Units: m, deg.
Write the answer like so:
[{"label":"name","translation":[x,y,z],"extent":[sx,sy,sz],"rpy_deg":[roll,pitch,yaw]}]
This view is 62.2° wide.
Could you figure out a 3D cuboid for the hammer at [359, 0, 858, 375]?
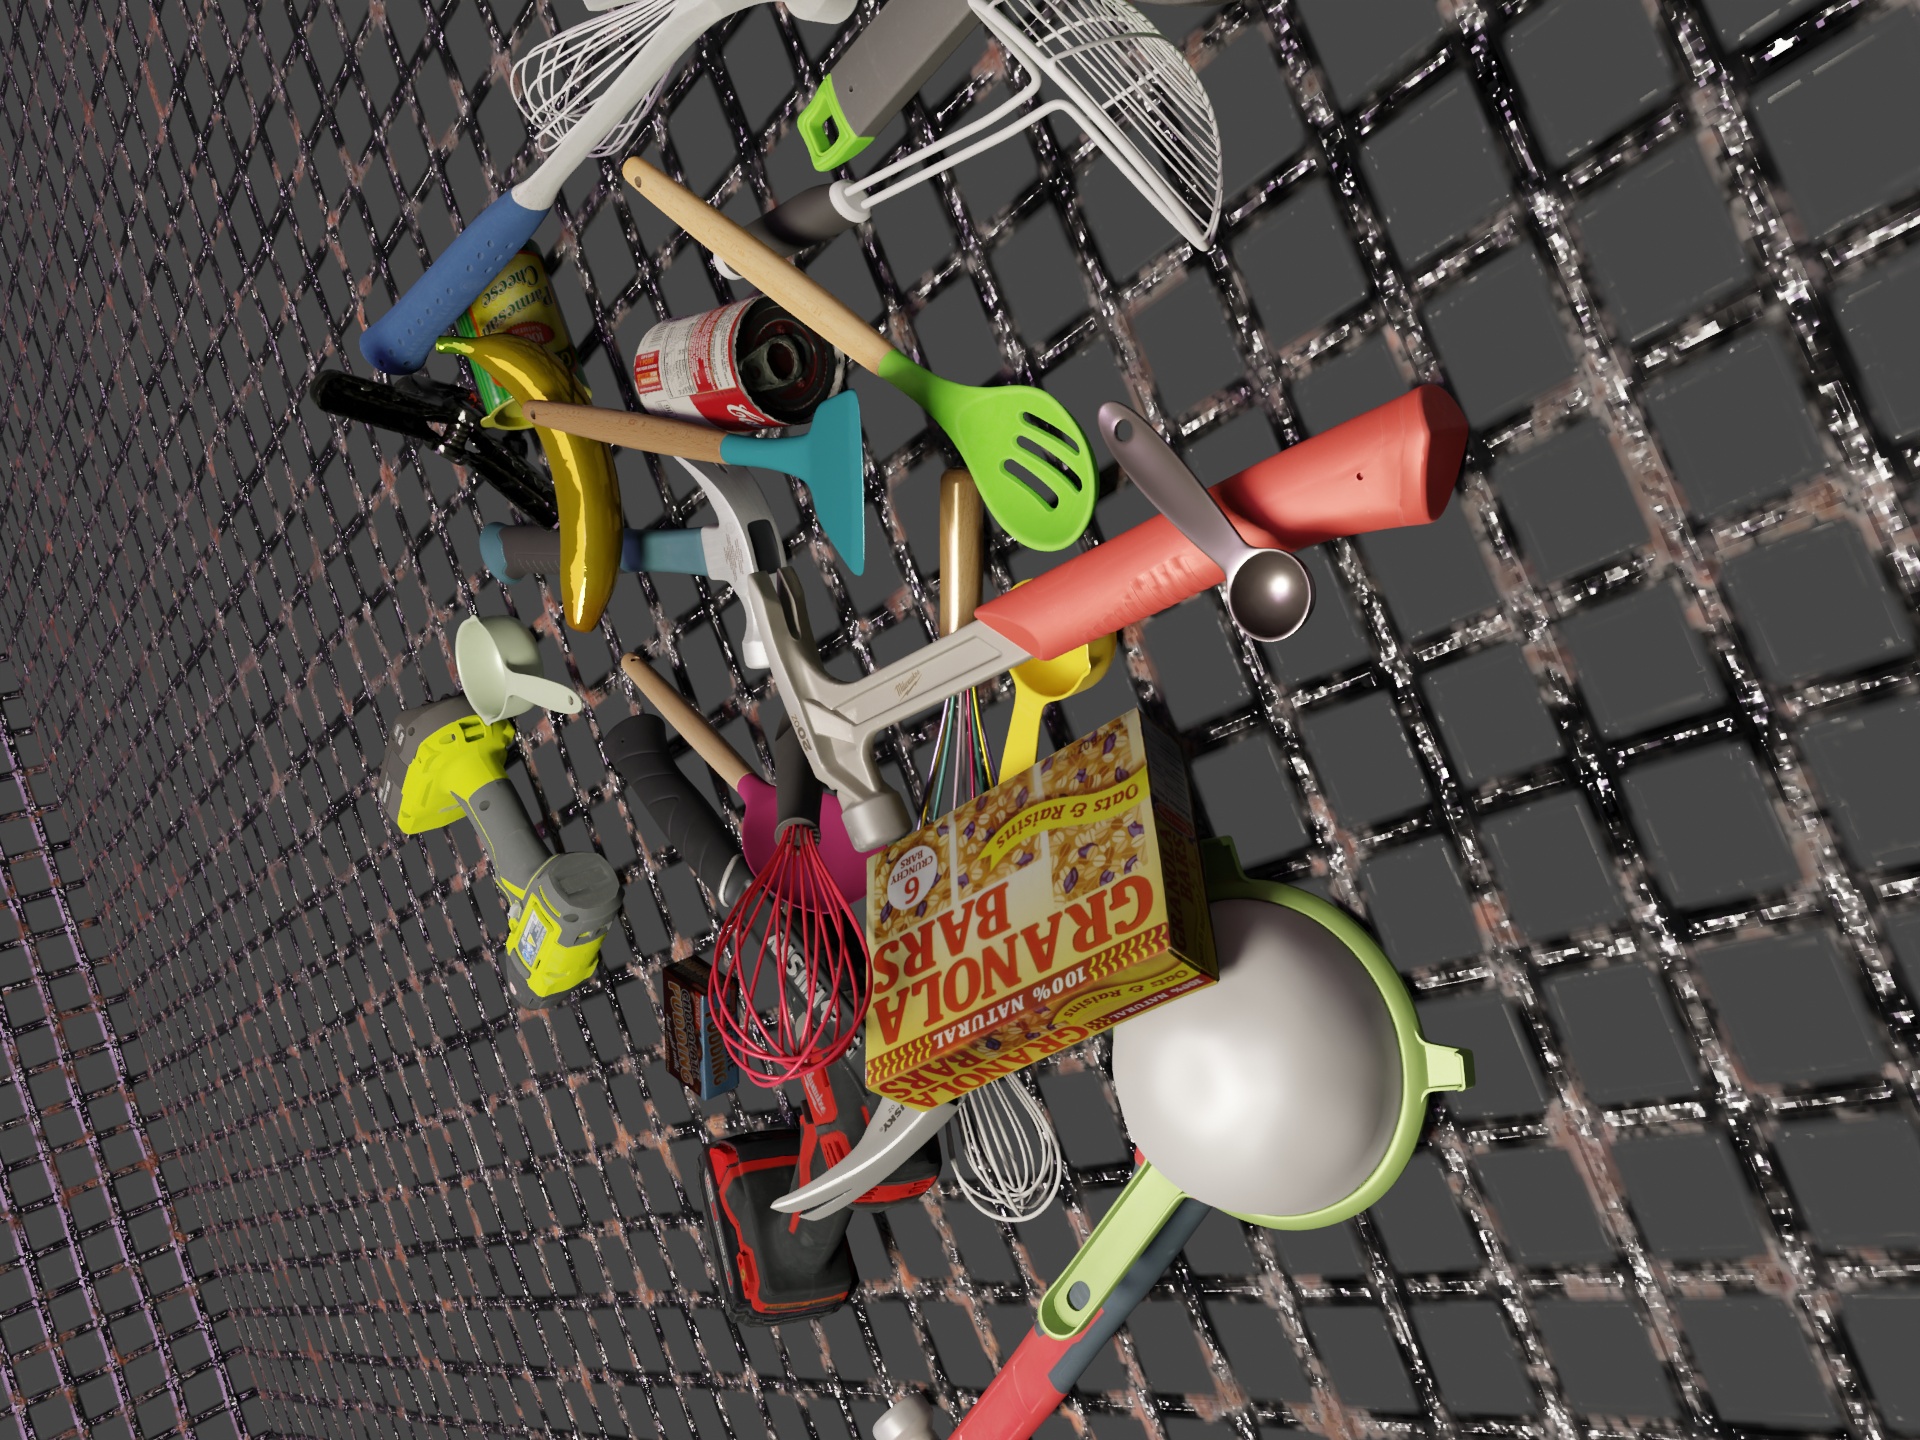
[{"label":"hammer","translation":[-0.226,-0.283,0.840],"extent":[0.405,0.144,0.035],"rpy_deg":[-23,87,45]}]

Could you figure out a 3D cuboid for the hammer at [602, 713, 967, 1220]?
[{"label":"hammer","translation":[-0.121,0.105,0.895],"extent":[0.149,0.036,0.409],"rpy_deg":[-52,42,4]}]

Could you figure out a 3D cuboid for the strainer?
[{"label":"strainer","translation":[0.088,0.186,0.686],"extent":[0.152,0.069,0.256],"rpy_deg":[44,116,29]}]

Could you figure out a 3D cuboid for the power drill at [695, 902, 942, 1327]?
[{"label":"power drill","translation":[-0.088,0.227,0.921],"extent":[0.226,0.080,0.188],"rpy_deg":[-64,36,41]}]

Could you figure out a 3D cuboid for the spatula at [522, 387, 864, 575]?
[{"label":"spatula","translation":[-0.141,-0.141,0.806],"extent":[0.318,0.044,0.082],"rpy_deg":[17,116,41]}]

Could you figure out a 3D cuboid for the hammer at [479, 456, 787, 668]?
[{"label":"hammer","translation":[-0.217,-0.106,1.004],"extent":[0.331,0.033,0.128],"rpy_deg":[7,109,47]}]

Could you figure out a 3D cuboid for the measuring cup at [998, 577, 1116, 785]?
[{"label":"measuring cup","translation":[0.040,0.002,0.756],"extent":[0.062,0.029,0.156],"rpy_deg":[35,130,36]}]

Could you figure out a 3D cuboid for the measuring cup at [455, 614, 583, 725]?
[{"label":"measuring cup","translation":[-0.300,-0.031,1.123],"extent":[0.168,0.038,0.083],"rpy_deg":[16,115,43]}]

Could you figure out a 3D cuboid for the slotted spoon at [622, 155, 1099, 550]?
[{"label":"slotted spoon","translation":[-0.051,-0.185,0.751],"extent":[0.314,0.031,0.070],"rpy_deg":[40,131,18]}]

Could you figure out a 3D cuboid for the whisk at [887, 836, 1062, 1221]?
[{"label":"whisk","translation":[-0.010,0.147,0.850],"extent":[0.059,0.057,0.246],"rpy_deg":[-25,77,15]}]

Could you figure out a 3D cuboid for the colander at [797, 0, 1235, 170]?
[{"label":"colander","translation":[0.016,-0.334,0.609],"extent":[0.397,0.094,0.204],"rpy_deg":[-28,82,49]}]

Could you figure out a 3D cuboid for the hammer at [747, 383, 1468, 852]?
[{"label":"hammer","translation":[0.046,-0.059,0.679],"extent":[0.359,0.036,0.149],"rpy_deg":[-25,85,42]}]

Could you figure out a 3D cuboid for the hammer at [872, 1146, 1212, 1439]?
[{"label":"hammer","translation":[0.060,0.351,0.847],"extent":[0.143,0.038,0.386],"rpy_deg":[47,134,25]}]

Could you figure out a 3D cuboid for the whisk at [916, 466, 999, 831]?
[{"label":"whisk","translation":[-0.003,-0.003,0.792],"extent":[0.047,0.051,0.245],"rpy_deg":[19,114,50]}]

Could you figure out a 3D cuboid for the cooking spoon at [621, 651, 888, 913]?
[{"label":"cooking spoon","translation":[-0.133,0.026,0.922],"extent":[0.319,0.069,0.017],"rpy_deg":[38,150,48]}]

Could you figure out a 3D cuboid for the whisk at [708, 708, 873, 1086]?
[{"label":"whisk","translation":[-0.082,0.069,0.786],"extent":[0.296,0.073,0.073],"rpy_deg":[-97,16,-58]}]

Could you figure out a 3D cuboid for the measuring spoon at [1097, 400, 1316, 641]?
[{"label":"measuring spoon","translation":[0.093,-0.079,0.602],"extent":[0.124,0.018,0.034],"rpy_deg":[54,125,25]}]

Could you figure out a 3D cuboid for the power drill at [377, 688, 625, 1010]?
[{"label":"power drill","translation":[-0.346,0.102,1.194],"extent":[0.223,0.080,0.171],"rpy_deg":[52,136,19]}]

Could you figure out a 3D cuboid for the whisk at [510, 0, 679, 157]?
[{"label":"whisk","translation":[-0.146,-0.365,0.817],"extent":[0.284,0.070,0.070],"rpy_deg":[-13,93,46]}]

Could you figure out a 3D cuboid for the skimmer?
[{"label":"skimmer","translation":[-0.027,-0.225,0.701],"extent":[0.363,0.127,0.090],"rpy_deg":[-1,58,53]}]
